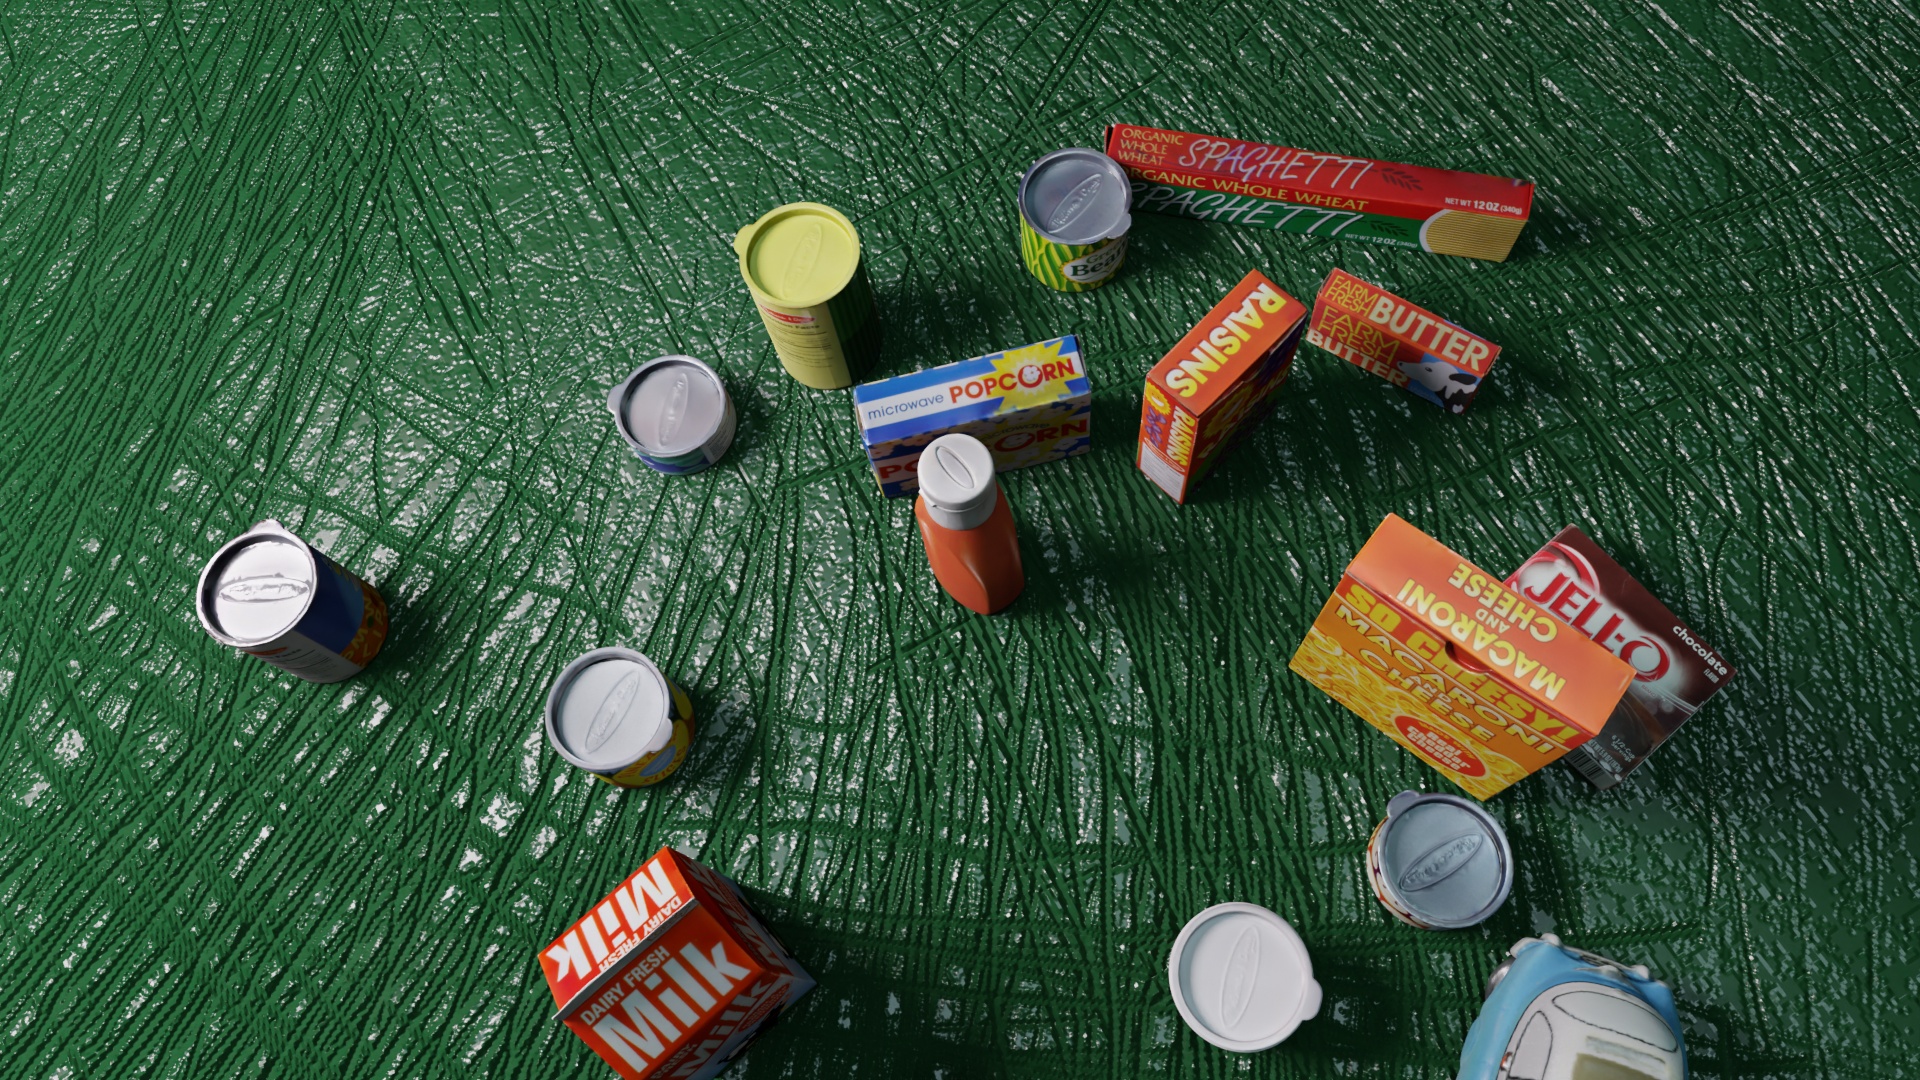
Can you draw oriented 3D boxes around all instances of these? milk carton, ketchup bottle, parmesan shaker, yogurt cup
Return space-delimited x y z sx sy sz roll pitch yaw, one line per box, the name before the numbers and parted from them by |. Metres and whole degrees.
milk carton | -0.128 0.197 0.636 0.072 0.190 0.073 -41 72 -10
ketchup bottle | 0.003 -0.009 0.724 0.043 0.148 0.065 -38 72 -9
parmesan shaker | -0.086 -0.140 0.803 0.071 0.102 0.071 -1 70 4
yogurt cup | 0.135 0.215 0.682 0.072 0.053 0.072 -1 70 4

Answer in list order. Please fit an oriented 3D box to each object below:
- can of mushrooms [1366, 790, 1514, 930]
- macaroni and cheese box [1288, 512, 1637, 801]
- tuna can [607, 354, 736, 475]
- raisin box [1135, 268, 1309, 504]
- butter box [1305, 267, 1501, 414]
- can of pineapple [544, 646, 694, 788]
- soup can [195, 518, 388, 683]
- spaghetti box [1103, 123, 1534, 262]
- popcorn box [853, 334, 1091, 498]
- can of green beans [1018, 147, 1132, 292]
can of mushrooms | 0.241 0.161 0.705 0.071 0.033 0.071 -1 70 4
macaroni and cheese box | 0.232 0.063 0.671 0.124 0.166 0.040 36 77 15
tuna can | -0.170 -0.074 0.823 0.071 0.032 0.071 -1 70 4
raisin box | 0.139 -0.080 0.753 0.086 0.123 0.040 -44 73 -11
butter box | 0.250 -0.113 0.794 0.103 0.053 0.024 30 75 14
can of pineapple | -0.180 0.098 0.747 0.071 0.057 0.071 -1 70 4
soup can | -0.367 0.035 0.770 0.071 0.083 0.071 -1 70 4
spaghetti box | 0.208 -0.209 0.834 0.250 0.050 0.029 10 72 8
popcorn box | 0.009 -0.067 0.779 0.127 0.085 0.038 -14 70 -1
can of green beans | 0.069 -0.191 0.834 0.071 0.057 0.071 -1 70 4
